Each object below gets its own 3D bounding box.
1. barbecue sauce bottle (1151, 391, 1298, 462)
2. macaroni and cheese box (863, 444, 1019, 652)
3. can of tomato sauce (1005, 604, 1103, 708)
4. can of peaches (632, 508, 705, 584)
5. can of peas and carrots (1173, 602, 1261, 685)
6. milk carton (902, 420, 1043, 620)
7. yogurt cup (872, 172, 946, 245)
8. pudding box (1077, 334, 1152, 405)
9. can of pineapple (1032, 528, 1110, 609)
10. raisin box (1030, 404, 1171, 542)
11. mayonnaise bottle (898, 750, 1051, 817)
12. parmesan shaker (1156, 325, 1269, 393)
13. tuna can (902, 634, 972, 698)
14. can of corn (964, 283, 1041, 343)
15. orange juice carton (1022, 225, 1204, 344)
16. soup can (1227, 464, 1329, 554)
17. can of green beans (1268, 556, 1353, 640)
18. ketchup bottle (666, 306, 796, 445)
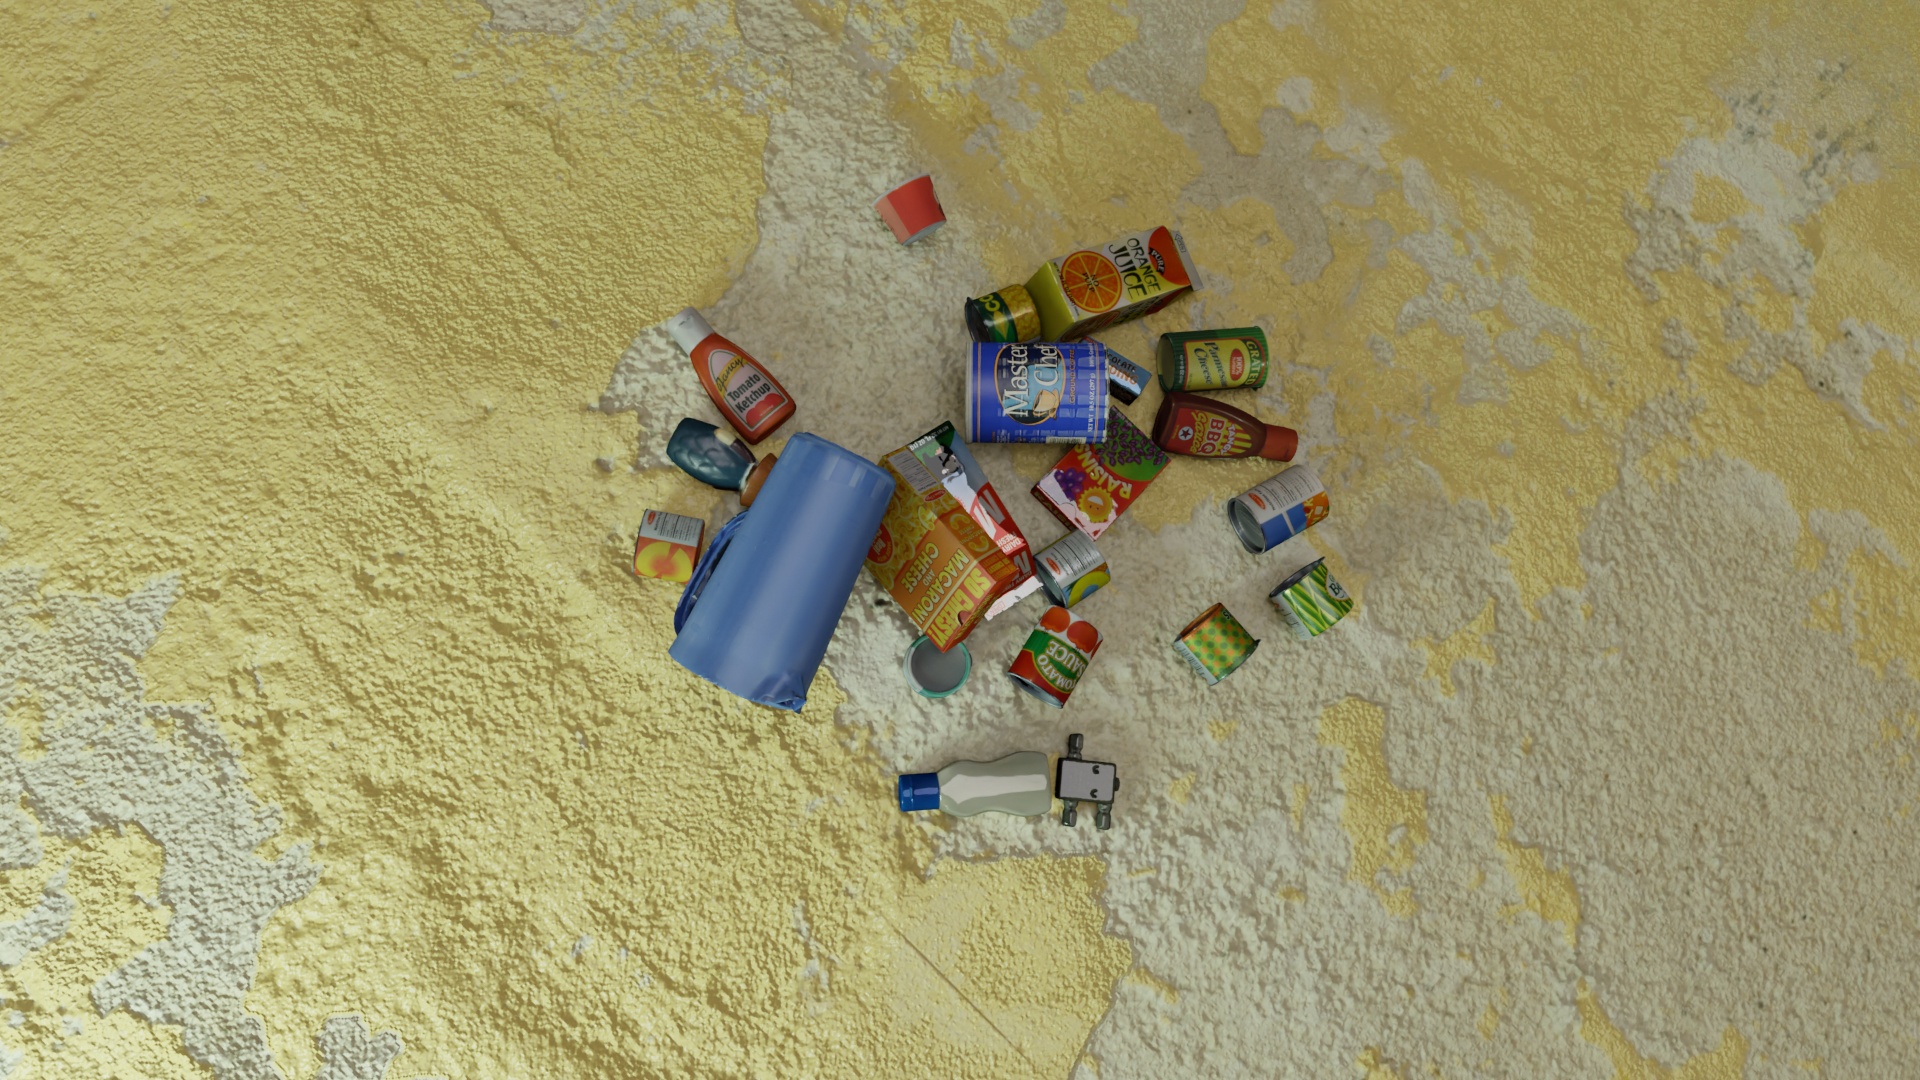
[{"bbox_3d":[0.281,-0.113,1.464,0.149,0.044,0.064,10,120,-13],"label":"barbecue sauce bottle"},{"bbox_3d":[-0.036,0.010,1.347,0.166,0.123,0.040,48,44,13],"label":"macaroni and cheese box"},{"bbox_3d":[0.096,0.116,1.389,0.071,0.071,0.083,33,77,-2],"label":"can of tomato sauce"},{"bbox_3d":[-0.284,0.008,1.356,0.058,0.071,0.071,10,79,-7],"label":"can of peaches"},{"bbox_3d":[0.262,0.104,1.417,0.071,0.071,0.059,-41,88,-12],"label":"can of peas and carrots"},{"bbox_3d":[0.005,-0.018,1.397,0.072,0.073,0.190,-32,87,-12],"label":"milk carton"},{"bbox_3d":[-0.050,-0.344,1.451,0.072,0.072,0.054,-29,94,-12],"label":"yogurt cup"},{"bbox_3d":[0.155,-0.179,1.459,0.084,0.049,0.030,31,79,-2],"label":"pudding box"},{"bbox_3d":[0.111,0.030,1.410,0.058,0.071,0.071,-32,86,-12],"label":"can of pineapple"},{"bbox_3d":[0.146,-0.067,1.443,0.086,0.040,0.123,45,78,0],"label":"raisin box"},{"bbox_3d":[0.014,0.244,1.371,0.148,0.041,0.065,-3,79,-8],"label":"mayonnaise bottle"},{"bbox_3d":[0.266,-0.188,1.469,0.103,0.071,0.071,-6,82,-9],"label":"parmesan shaker"},{"bbox_3d":[-0.021,0.124,1.389,0.071,0.032,0.071,1,81,-8],"label":"tuna can"},{"bbox_3d":[0.043,-0.229,1.441,0.058,0.071,0.071,-23,85,-12],"label":"can of corn"},{"bbox_3d":[0.168,-0.271,1.453,0.193,0.072,0.072,-21,84,-25],"label":"orange juice carton"},{"bbox_3d":[0.332,-0.031,1.453,0.084,0.071,0.071,-27,86,-12],"label":"soup can"},{"bbox_3d":[0.364,0.062,1.439,0.071,0.071,0.058,-37,88,-12],"label":"can of green beans"},{"bbox_3d":[-0.236,-0.170,1.403,0.065,0.043,0.149,-41,88,-12],"label":"ketchup bottle"}]
